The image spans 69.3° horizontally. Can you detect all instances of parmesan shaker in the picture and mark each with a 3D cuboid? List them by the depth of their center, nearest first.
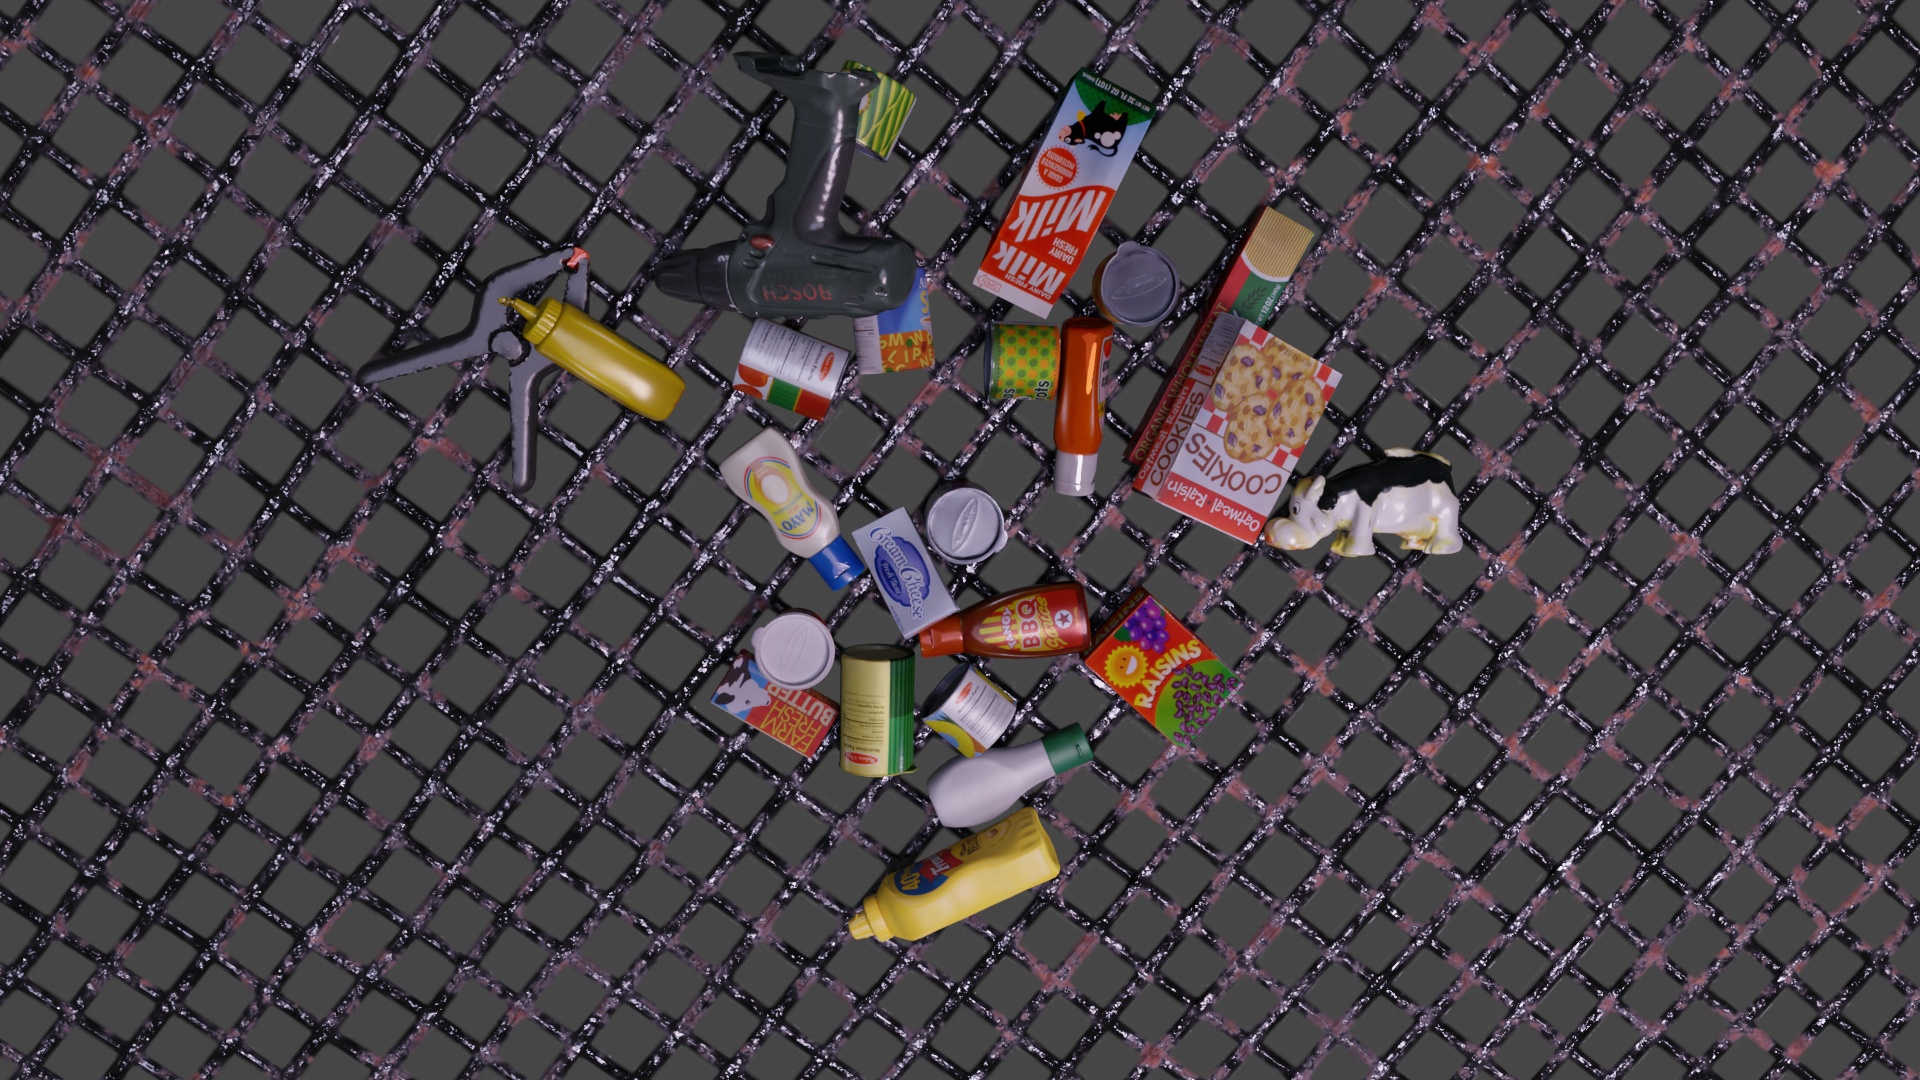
[{"bbox_3d":[-0.070,0.147,1.211,0.071,0.071,0.103,1,99,-4],"label":"parmesan shaker"}]

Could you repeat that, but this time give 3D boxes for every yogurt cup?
[{"bbox_3d":[-0.143,0.090,1.204,0.072,0.054,0.072,-1,100,-3],"label":"yogurt cup"}]

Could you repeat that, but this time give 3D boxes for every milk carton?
[{"bbox_3d":[0.083,-0.284,1.147,0.072,0.073,0.190,25,97,-7],"label":"milk carton"}]

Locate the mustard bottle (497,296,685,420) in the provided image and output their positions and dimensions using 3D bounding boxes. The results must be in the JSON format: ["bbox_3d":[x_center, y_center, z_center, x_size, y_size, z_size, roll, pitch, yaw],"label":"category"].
[{"bbox_3d":[-0.301,-0.155,1.129,0.160,0.065,0.049,33,86,-30],"label":"mustard bottle"}]

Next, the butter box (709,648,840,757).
[{"bbox_3d":[-0.163,0.144,1.227,0.103,0.024,0.053,31,97,-7],"label":"butter box"}]

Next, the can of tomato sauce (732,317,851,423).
[{"bbox_3d":[-0.141,-0.142,1.162,0.083,0.071,0.071,20,98,-6],"label":"can of tomato sauce"}]

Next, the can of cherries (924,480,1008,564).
[{"bbox_3d":[0.004,-0.015,1.194,0.071,0.058,0.071,-1,99,-4],"label":"can of cherries"}]

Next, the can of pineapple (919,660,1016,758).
[{"bbox_3d":[0.006,0.148,1.219,0.058,0.071,0.071,41,95,-9],"label":"can of pineapple"}]

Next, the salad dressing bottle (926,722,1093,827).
[{"bbox_3d":[0.045,0.207,1.241,0.148,0.044,0.064,-22,102,-1],"label":"salad dressing bottle"}]

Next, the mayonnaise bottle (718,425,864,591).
[{"bbox_3d":[-0.140,-0.024,1.192,0.065,0.041,0.148,-37,99,1],"label":"mayonnaise bottle"}]

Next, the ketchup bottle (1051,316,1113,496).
[{"bbox_3d":[0.102,-0.113,1.185,0.043,0.065,0.148,7,108,10],"label":"ketchup bottle"}]

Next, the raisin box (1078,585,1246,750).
[{"bbox_3d":[0.179,0.113,1.236,0.123,0.040,0.086,42,95,-10],"label":"raisin box"}]

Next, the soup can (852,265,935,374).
[{"bbox_3d":[-0.055,-0.185,1.160,0.071,0.071,0.083,-7,101,-2],"label":"soup can"}]

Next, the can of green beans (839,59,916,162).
[{"bbox_3d":[-0.077,-0.349,1.130,0.071,0.071,0.057,26,97,-7],"label":"can of green beans"}]

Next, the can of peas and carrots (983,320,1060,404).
[{"bbox_3d":[0.051,-0.149,1.170,0.059,0.071,0.070,1,100,-4],"label":"can of peas and carrots"}]

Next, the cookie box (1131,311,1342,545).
[{"bbox_3d":[0.235,-0.093,1.183,0.123,0.040,0.167,22,98,-32],"label":"cookie box"}]

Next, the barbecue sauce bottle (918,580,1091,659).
[{"bbox_3d":[0.037,0.075,1.218,0.149,0.043,0.065,-8,91,-2],"label":"barbecue sauce bottle"}]

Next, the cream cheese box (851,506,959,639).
[{"bbox_3d":[-0.048,0.027,1.197,0.053,0.024,0.104,-28,77,1],"label":"cream cheese box"}]

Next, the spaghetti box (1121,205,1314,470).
[{"bbox_3d":[0.220,-0.166,1.198,0.050,0.029,0.249,27,97,-8],"label":"spaghetti box"}]

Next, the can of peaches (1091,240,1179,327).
[{"bbox_3d":[0.146,-0.216,1.170,0.071,0.058,0.071,0,99,-3],"label":"can of peaches"}]
